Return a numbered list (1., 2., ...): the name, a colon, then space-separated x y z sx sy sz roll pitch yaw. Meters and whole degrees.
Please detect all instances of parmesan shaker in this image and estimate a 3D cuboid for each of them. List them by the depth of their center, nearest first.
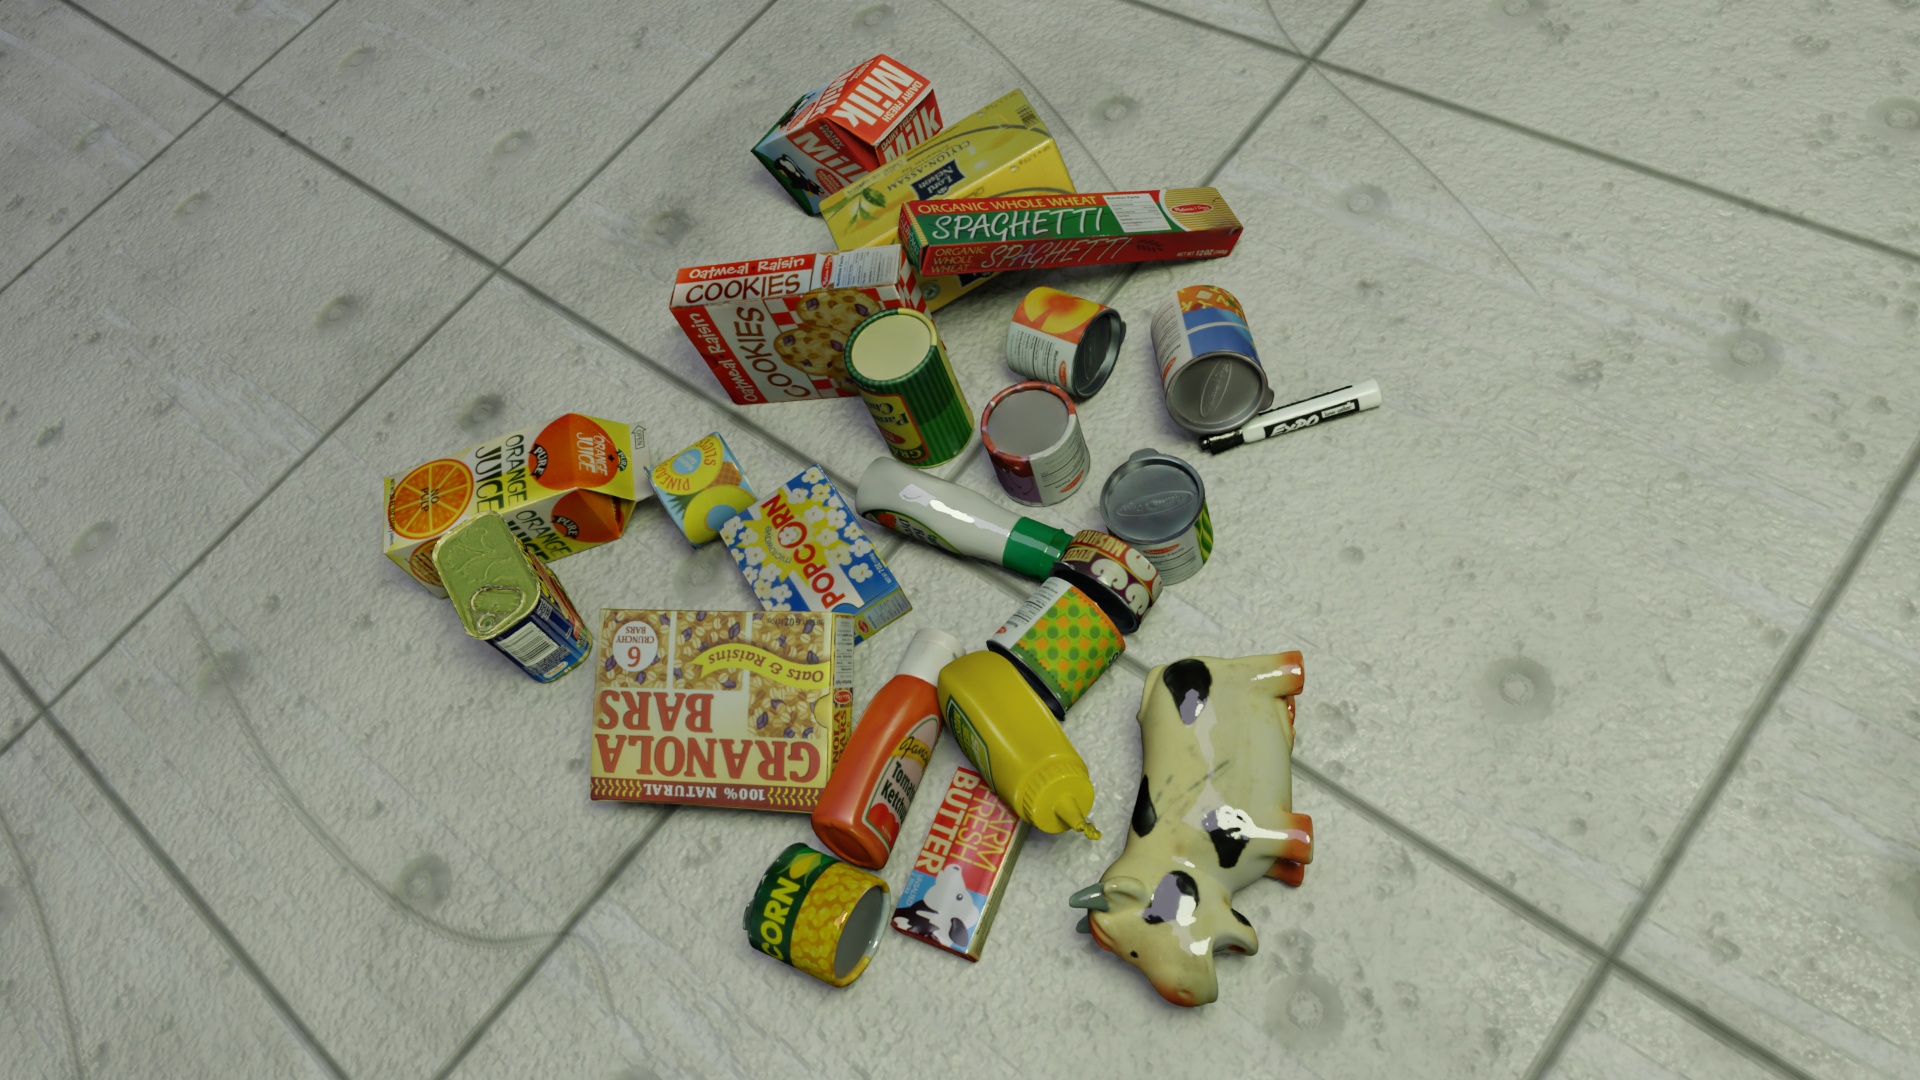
1. parmesan shaker: -0.037 -0.107 0.966 0.071 0.102 0.071 -8 59 13

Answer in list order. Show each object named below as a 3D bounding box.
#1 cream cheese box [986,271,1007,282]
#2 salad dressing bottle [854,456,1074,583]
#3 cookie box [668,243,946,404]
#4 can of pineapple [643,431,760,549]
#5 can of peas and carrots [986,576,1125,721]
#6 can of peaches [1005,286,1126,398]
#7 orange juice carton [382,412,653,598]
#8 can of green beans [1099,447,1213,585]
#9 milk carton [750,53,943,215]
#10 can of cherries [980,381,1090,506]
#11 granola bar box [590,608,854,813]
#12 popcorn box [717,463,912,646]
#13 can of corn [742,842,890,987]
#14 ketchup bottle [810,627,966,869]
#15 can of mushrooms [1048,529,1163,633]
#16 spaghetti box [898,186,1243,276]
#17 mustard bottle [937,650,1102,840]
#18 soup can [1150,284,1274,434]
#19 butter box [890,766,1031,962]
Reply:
1. cream cheese box: 0.024 -0.252 1.083 0.053 0.024 0.104 -23 57 0
2. salad dressing bottle: 0.003 -0.012 0.925 0.148 0.064 0.044 21 79 18
3. cookie box: -0.107 -0.151 1.002 0.167 0.122 0.040 -3 61 15
4. can of pineapple: -0.182 -0.037 0.987 0.058 0.070 0.071 -31 56 -4
5. can of peas and carrots: 0.061 0.067 0.857 0.059 0.070 0.071 -45 58 -12
6. can of peaches: 0.074 -0.141 0.977 0.058 0.071 0.071 24 69 28
7. orange juice carton: -0.318 -0.031 1.022 0.193 0.072 0.072 -18 57 5
8. can of green beans: 0.126 -0.013 0.888 0.071 0.057 0.071 -8 58 13
9. milk carton: -0.082 -0.311 1.065 0.072 0.073 0.190 -52 26 -17
10. can of cherries: 0.049 -0.067 0.944 0.071 0.058 0.072 -7 59 12
11. granola bar box: -0.152 0.106 0.884 0.165 0.039 0.124 0 84 16
12. popcorn box: -0.101 0.018 0.949 0.085 0.038 0.127 -33 56 -5
13. can of corn: -0.082 0.218 0.805 0.058 0.071 0.071 17 66 24
14. ketchup bottle: -0.041 0.123 0.857 0.043 0.064 0.149 7 54 27
15. can of mushrooms: 0.090 0.024 0.870 0.071 0.070 0.033 27 69 28
16. spaghetti box: 0.079 -0.219 0.978 0.251 0.028 0.050 -8 53 -21
17. mustard bottle: 0.036 0.123 0.796 0.049 0.065 0.161 -22 31 -15
18. soup can: 0.167 -0.121 0.927 0.071 0.071 0.084 -13 40 9
19. butter box: 0.004 0.191 0.823 0.053 0.024 0.104 14 65 23
